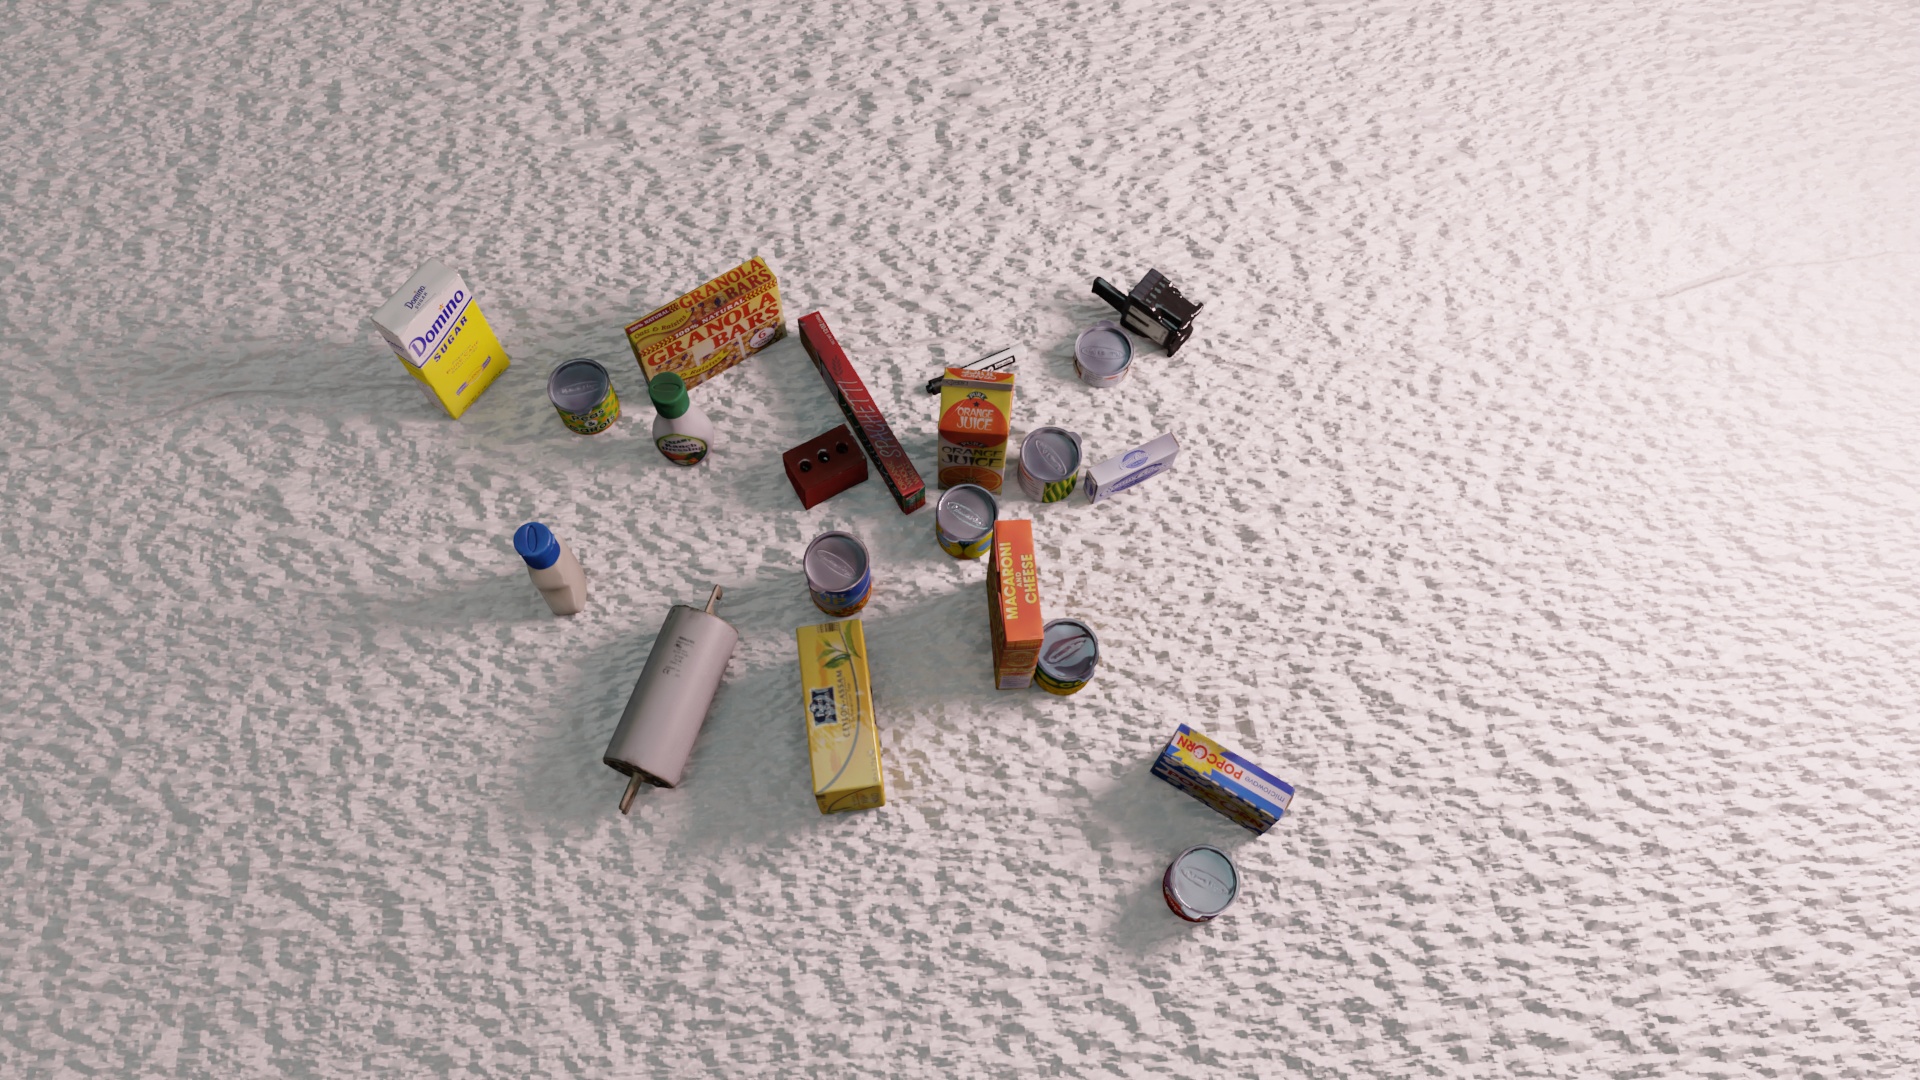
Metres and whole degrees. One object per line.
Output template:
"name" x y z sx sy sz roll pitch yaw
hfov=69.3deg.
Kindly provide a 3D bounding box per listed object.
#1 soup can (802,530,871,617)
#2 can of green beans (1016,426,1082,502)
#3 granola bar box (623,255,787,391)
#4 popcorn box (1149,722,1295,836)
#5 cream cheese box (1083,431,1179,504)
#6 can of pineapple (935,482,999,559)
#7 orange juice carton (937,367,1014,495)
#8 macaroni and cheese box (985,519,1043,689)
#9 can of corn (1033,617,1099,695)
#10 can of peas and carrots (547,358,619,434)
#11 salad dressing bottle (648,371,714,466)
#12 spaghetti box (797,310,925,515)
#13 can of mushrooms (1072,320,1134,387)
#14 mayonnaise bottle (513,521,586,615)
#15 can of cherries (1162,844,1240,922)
"soup can" -0.127 0.038 1.425 0.071 0.083 0.071 0 68 -1
"can of green beans" 0.095 -0.081 1.493 0.071 0.057 0.071 0 68 -1
"granola bar box" -0.274 -0.227 1.508 0.166 0.123 0.039 -31 72 -13
"popcorn box" 0.254 0.234 1.353 0.127 0.085 0.038 30 71 10
"cream cheese box" 0.183 -0.077 1.496 0.104 0.053 0.024 -24 71 -11
"can of pineapple" 0.005 -0.018 1.465 0.071 0.057 0.071 0 68 -1
"orange juice carton" 0.015 -0.119 1.434 0.072 0.192 0.073 6 68 1
"macaroni and cheese box" 0.051 0.067 1.373 0.040 0.165 0.124 -4 68 -3
"can of corn" 0.107 0.121 1.410 0.071 0.058 0.071 0 68 -1
"can of peas and carrots" -0.408 -0.154 1.510 0.071 0.058 0.071 0 68 -1
"salad dressing bottle" -0.296 -0.127 1.453 0.064 0.147 0.044 1 68 -1
"spaghetti box" -0.109 -0.140 1.516 0.029 0.050 0.250 -27 71 -12
"can of mushrooms" 0.160 -0.209 1.560 0.071 0.033 0.071 1 68 -1
"mayonnaise bottle" -0.410 0.025 1.388 0.041 0.147 0.065 -9 69 -5
"can of cherries" 0.227 0.330 1.327 0.071 0.058 0.072 0 68 -1
